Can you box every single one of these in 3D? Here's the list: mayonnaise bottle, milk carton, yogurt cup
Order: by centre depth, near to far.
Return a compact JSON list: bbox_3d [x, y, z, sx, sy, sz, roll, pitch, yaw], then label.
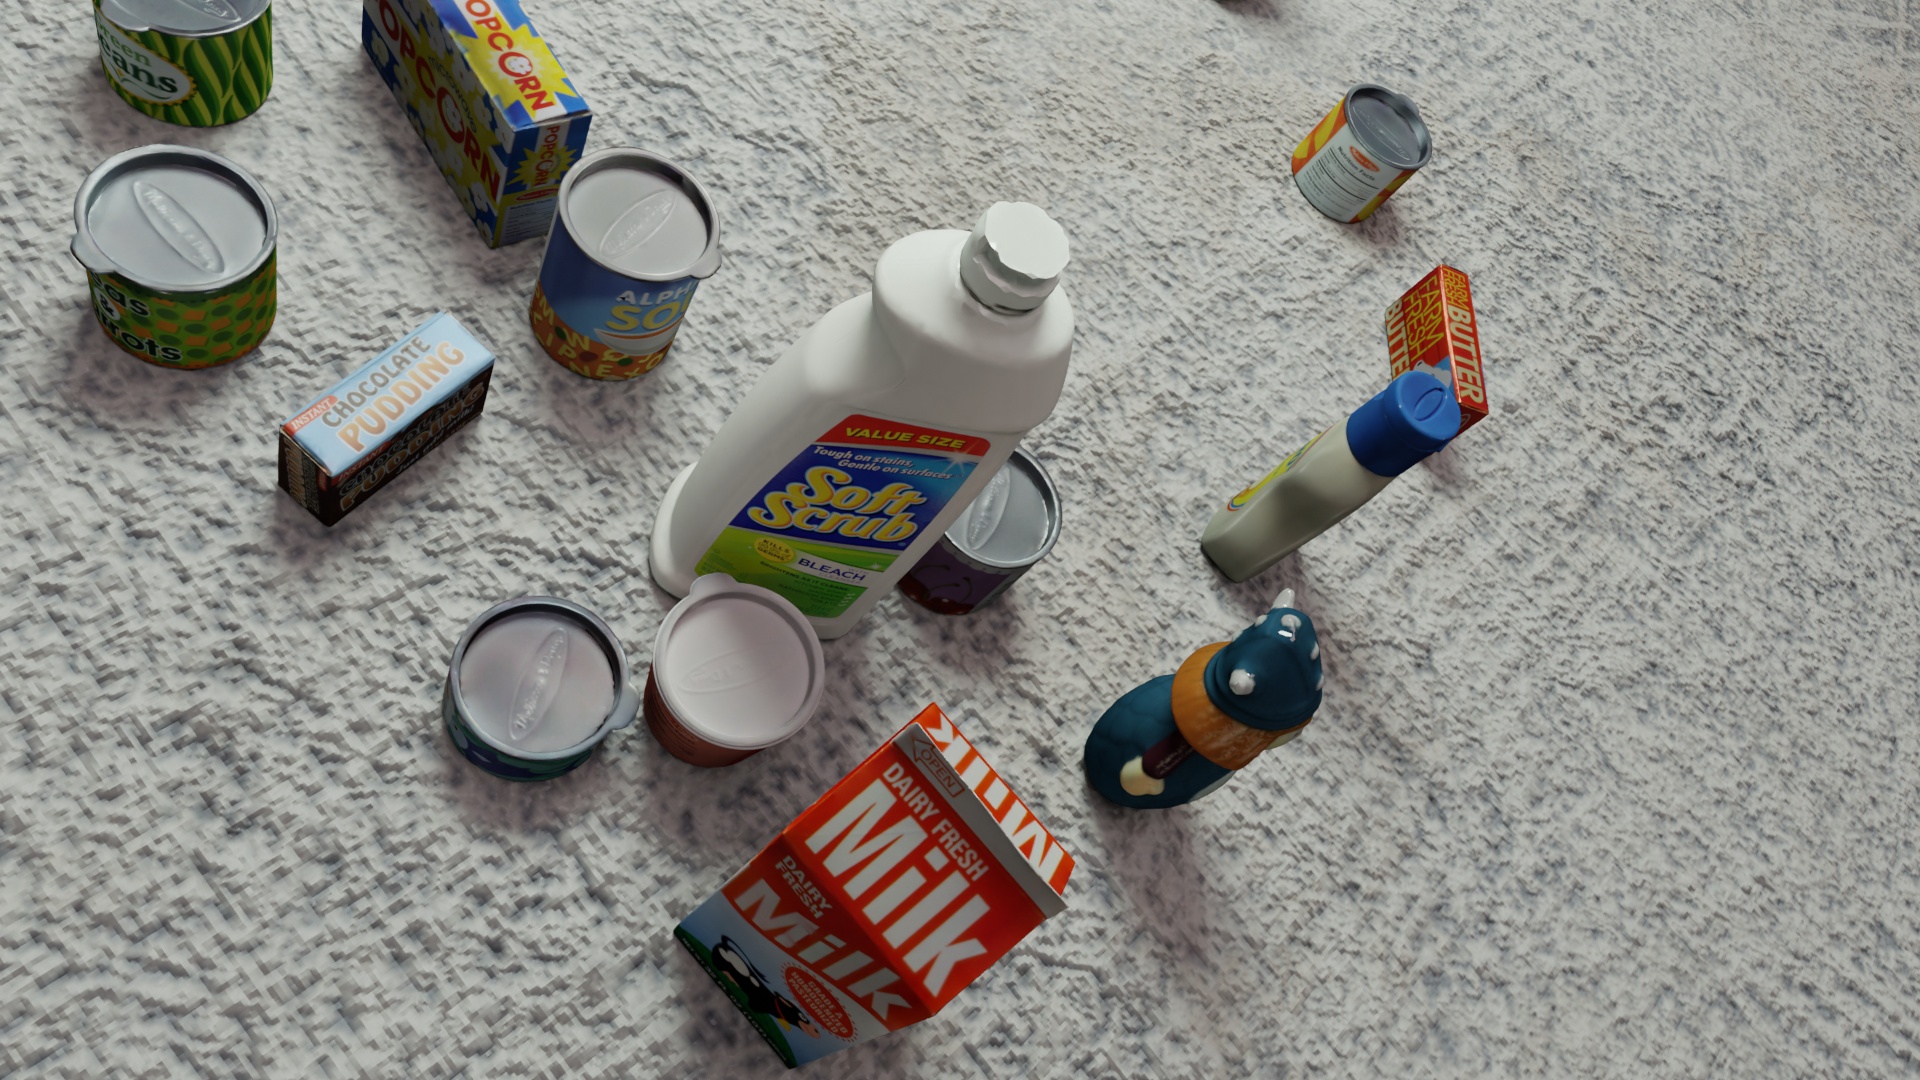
[{"bbox_3d":[-0.029,0.118,0.474,0.072,0.189,0.074,49,55,3],"label":"milk carton"},{"bbox_3d":[-0.094,0.057,0.556,0.072,0.053,0.072,11,61,-21],"label":"yogurt cup"},{"bbox_3d":[0.179,-0.031,0.677,0.041,0.147,0.065,49,55,3],"label":"mayonnaise bottle"}]

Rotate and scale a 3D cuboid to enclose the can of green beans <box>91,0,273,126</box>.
[{"bbox_3d":[-0.325,-0.217,0.582,0.071,0.057,0.071,11,61,-21],"label":"can of green beans"}]

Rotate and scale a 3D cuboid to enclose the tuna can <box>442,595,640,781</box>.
[{"bbox_3d":[-0.161,0.058,0.535,0.071,0.032,0.071,11,61,-21],"label":"tuna can"}]

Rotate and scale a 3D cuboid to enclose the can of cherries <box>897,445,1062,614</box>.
[{"bbox_3d":[0.002,-0.008,0.633,0.071,0.058,0.072,11,61,-21],"label":"can of cherries"}]

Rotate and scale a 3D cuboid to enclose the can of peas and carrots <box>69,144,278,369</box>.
[{"bbox_3d":[-0.302,-0.107,0.536,0.071,0.058,0.071,11,61,-21],"label":"can of peas and carrots"}]

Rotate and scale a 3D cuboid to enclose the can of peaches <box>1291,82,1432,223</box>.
[{"bbox_3d":[0.254,-0.245,0.877,0.071,0.057,0.071,11,61,-21],"label":"can of peaches"}]

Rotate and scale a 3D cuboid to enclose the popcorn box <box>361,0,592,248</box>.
[{"bbox_3d":[-0.216,-0.206,0.612,0.038,0.085,0.127,-28,80,-34],"label":"popcorn box"}]

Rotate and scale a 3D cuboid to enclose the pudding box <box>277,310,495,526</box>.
[{"bbox_3d":[-0.226,-0.049,0.548,0.030,0.049,0.084,42,55,-1],"label":"pudding box"}]

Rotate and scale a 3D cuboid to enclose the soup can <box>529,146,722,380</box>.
[{"bbox_3d":[-0.145,-0.115,0.601,0.071,0.083,0.071,11,61,-21],"label":"soup can"}]

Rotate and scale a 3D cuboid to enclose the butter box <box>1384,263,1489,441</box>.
[{"bbox_3d":[0.281,-0.108,0.824,0.024,0.053,0.104,15,60,-19],"label":"butter box"}]
